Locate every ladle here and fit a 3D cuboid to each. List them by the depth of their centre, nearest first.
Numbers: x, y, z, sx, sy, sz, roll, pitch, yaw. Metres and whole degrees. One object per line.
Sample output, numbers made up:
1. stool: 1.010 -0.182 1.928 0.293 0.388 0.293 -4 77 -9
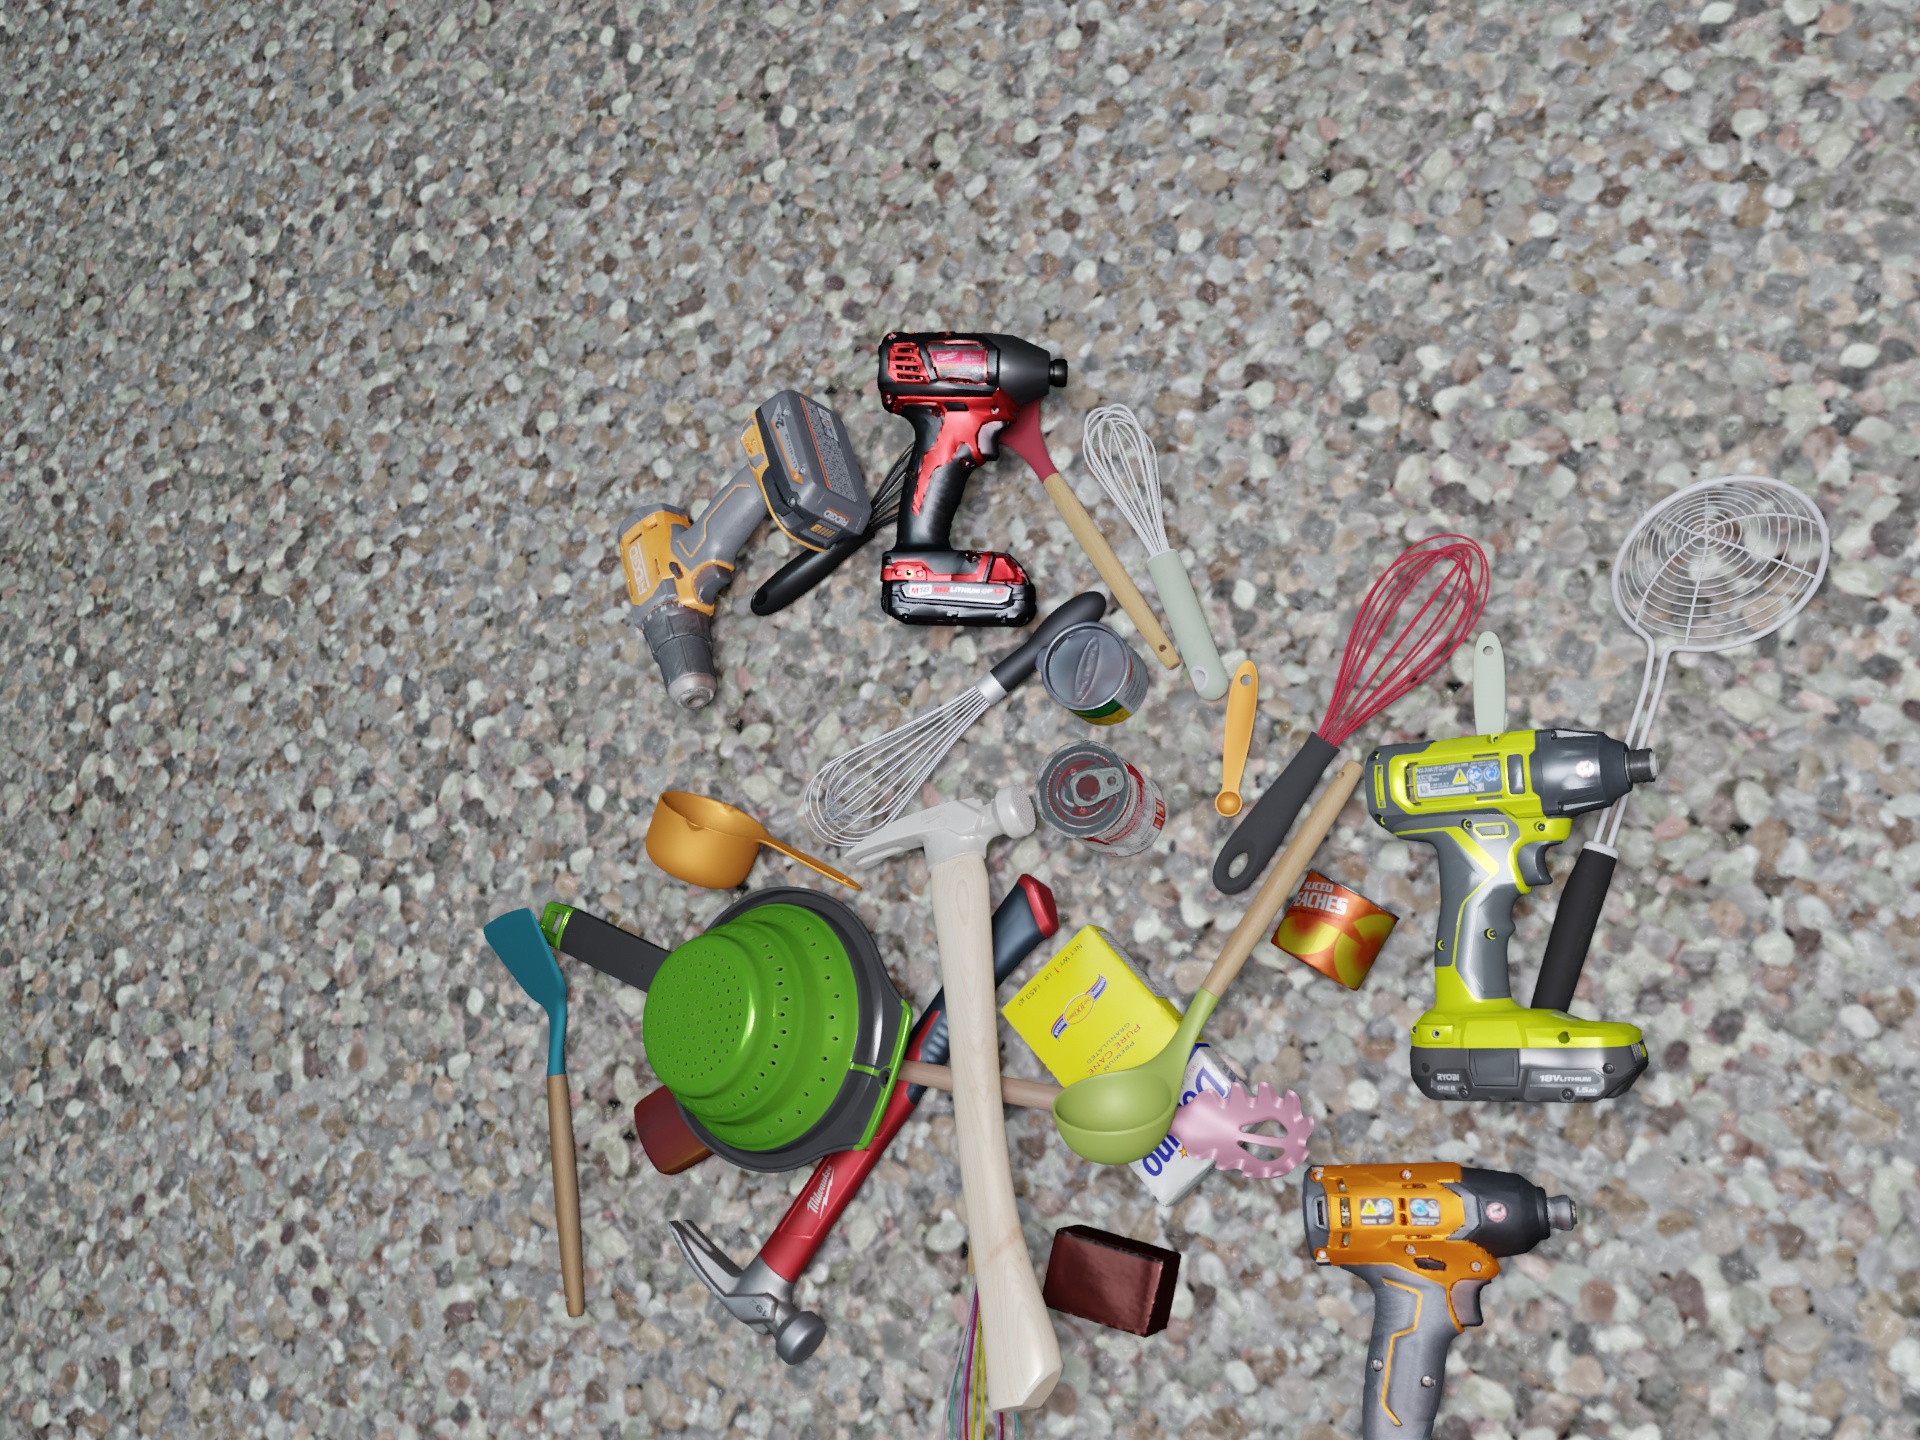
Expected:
1. ladle: 0.169 0.149 1.034 0.320 0.062 0.078 -54 31 -13
2. ladle: 0.084 -0.167 1.225 0.069 0.031 0.316 -35 69 12

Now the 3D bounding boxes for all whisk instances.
1. whisk: 0.264 -0.002 1.096 0.073 0.073 0.296 38 99 25
2. whisk: 0.017 0.407 1.103 0.051 0.047 0.245 -5 72 22
3. whisk: 0.148 -0.128 1.181 0.058 0.059 0.246 -39 65 50
4. whisk: -0.001 -0.003 1.206 0.284 0.070 0.070 -39 66 4
5. whisk: -0.079 -0.159 1.279 0.239 0.055 0.055 -36 67 15

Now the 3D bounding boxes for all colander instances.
1. colander: -0.218 0.196 1.176 0.397 0.094 0.204 15 84 39

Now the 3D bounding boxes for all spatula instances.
1. spatula: -0.331 0.310 1.267 0.082 0.044 0.318 -24 69 42

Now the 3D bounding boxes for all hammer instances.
1. hammer: 0.003 0.247 1.078 0.146 0.038 0.411 -20 58 21
2. hammer: -0.062 0.270 1.170 0.143 0.038 0.386 35 92 27

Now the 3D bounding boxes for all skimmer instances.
1. skimmer: 0.435 0.026 0.998 0.127 0.090 0.363 20 87 -7

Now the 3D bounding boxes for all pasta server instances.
1. pasta server: 0.082 0.256 1.067 0.316 0.040 0.060 4 65 26

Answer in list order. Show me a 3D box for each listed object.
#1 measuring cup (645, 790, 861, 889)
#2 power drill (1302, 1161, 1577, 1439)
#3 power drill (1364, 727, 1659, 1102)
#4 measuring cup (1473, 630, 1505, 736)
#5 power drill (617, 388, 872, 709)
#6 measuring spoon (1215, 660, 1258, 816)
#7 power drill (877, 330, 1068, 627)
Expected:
1. measuring cup: -0.164 0.113 1.237 0.173 0.095 0.052 25 99 6
2. power drill: 0.301 0.387 0.972 0.164 0.084 0.227 -8 71 20
3. power drill: 0.347 0.118 0.981 0.171 0.080 0.223 -8 81 32
4. measuring cup: 0.353 0.018 1.061 0.083 0.038 0.168 -2 79 22
5. power drill: -0.178 -0.131 1.268 0.226 0.084 0.186 -34 58 27
6. measuring spoon: 0.200 0.013 1.143 0.021 0.011 0.117 5 75 22
7. power drill: 0.008 -0.182 1.194 0.143 0.078 0.219 1 90 4
